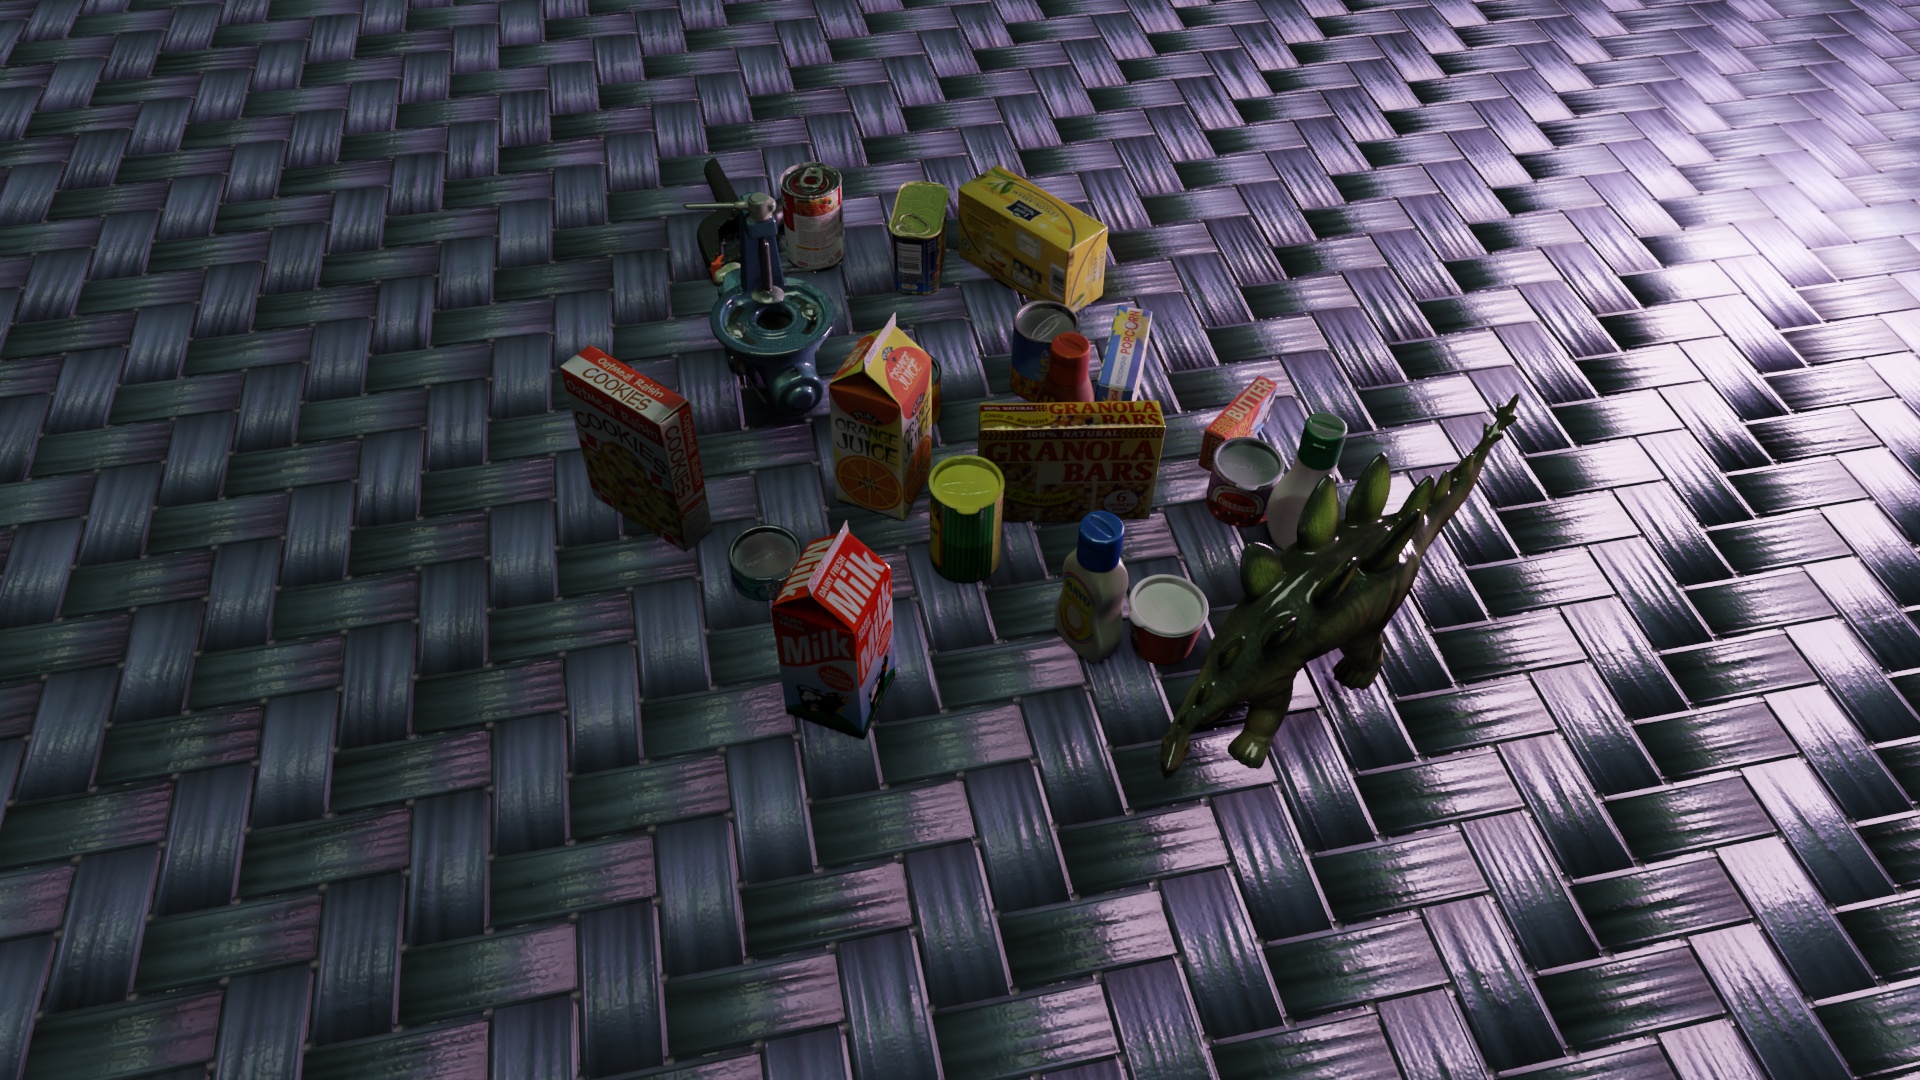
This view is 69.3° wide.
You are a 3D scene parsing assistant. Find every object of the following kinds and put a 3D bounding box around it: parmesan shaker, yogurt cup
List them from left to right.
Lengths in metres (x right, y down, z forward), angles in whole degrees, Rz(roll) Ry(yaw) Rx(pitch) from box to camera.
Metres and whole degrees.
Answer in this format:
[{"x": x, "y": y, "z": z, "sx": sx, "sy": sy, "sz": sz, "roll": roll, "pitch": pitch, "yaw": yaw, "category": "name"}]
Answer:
[{"x": 0.004, "y": -0.016, "z": 1.246, "sx": 0.071, "sy": 0.102, "sz": 0.072, "roll": 1, "pitch": 48, "yaw": -1, "category": "parmesan shaker"}, {"x": 0.178, "y": 0.071, "z": 1.205, "sx": 0.072, "sy": 0.053, "sz": 0.073, "roll": 1, "pitch": 48, "yaw": -1, "category": "yogurt cup"}]

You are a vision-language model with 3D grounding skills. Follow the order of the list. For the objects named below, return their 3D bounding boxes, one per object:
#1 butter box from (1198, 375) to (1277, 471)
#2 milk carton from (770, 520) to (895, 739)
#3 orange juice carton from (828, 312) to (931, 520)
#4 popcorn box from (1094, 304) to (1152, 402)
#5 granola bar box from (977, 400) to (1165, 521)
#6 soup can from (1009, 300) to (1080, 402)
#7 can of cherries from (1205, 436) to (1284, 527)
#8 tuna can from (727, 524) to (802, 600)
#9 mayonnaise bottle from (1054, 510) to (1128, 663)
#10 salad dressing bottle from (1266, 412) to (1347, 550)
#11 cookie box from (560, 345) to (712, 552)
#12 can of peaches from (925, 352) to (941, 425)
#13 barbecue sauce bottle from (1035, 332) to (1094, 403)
[{"x": 0.275, "y": -0.114, "z": 1.375, "sx": 0.024, "sy": 0.052, "sz": 0.104, "roll": 31, "pitch": 55, "yaw": 24, "category": "butter box"}, {"x": -0.100, "y": 0.070, "z": 1.109, "sx": 0.073, "sy": 0.189, "sz": 0.073, "roll": 16, "pitch": 50, "yaw": 13, "category": "milk carton"}, {"x": -0.072, "y": -0.115, "z": 1.274, "sx": 0.073, "sy": 0.191, "sz": 0.072, "roll": 17, "pitch": 50, "yaw": 14, "category": "orange juice carton"}, {"x": 0.161, "y": -0.163, "z": 1.394, "sx": 0.038, "sy": 0.084, "sz": 0.127, "roll": 11, "pitch": 49, "yaw": 8, "category": "popcorn box"}, {"x": 0.098, "y": -0.073, "z": 1.285, "sx": 0.166, "sy": 0.123, "sz": 0.039, "roll": -1, "pitch": 48, "yaw": -2, "category": "granola bar box"}, {"x": 0.087, "y": -0.191, "z": 1.418, "sx": 0.071, "sy": 0.083, "sz": 0.072, "roll": 1, "pitch": 48, "yaw": -1, "category": "soup can"}, {"x": 0.268, "y": -0.054, "z": 1.316, "sx": 0.071, "sy": 0.058, "sz": 0.072, "roll": 1, "pitch": 48, "yaw": -1, "category": "can of cherries"}, {"x": -0.174, "y": 0.022, "z": 1.255, "sx": 0.071, "sy": 0.032, "sz": 0.071, "roll": 1, "pitch": 48, "yaw": -1, "category": "tuna can"}, {"x": 0.112, "y": 0.037, "z": 1.171, "sx": 0.041, "sy": 0.147, "sz": 0.065, "roll": -29, "pitch": 55, "yaw": -24, "category": "mayonnaise bottle"}, {"x": 0.316, "y": -0.051, "z": 1.255, "sx": 0.064, "sy": 0.146, "sz": 0.044, "roll": 19, "pitch": 51, "yaw": 15, "category": "salad dressing bottle"}, {"x": -0.290, "y": -0.082, "z": 1.256, "sx": 0.123, "sy": 0.166, "sz": 0.040, "roll": 29, "pitch": 54, "yaw": 23, "category": "cookie box"}, {"x": -0.054, "y": -0.148, "z": 1.393, "sx": 0.071, "sy": 0.057, "sz": 0.071, "roll": 1, "pitch": 48, "yaw": -1, "category": "can of peaches"}, {"x": 0.100, "y": -0.130, "z": 1.321, "sx": 0.065, "sy": 0.147, "sz": 0.044, "roll": 35, "pitch": 56, "yaw": 26, "category": "barbecue sauce bottle"}]
